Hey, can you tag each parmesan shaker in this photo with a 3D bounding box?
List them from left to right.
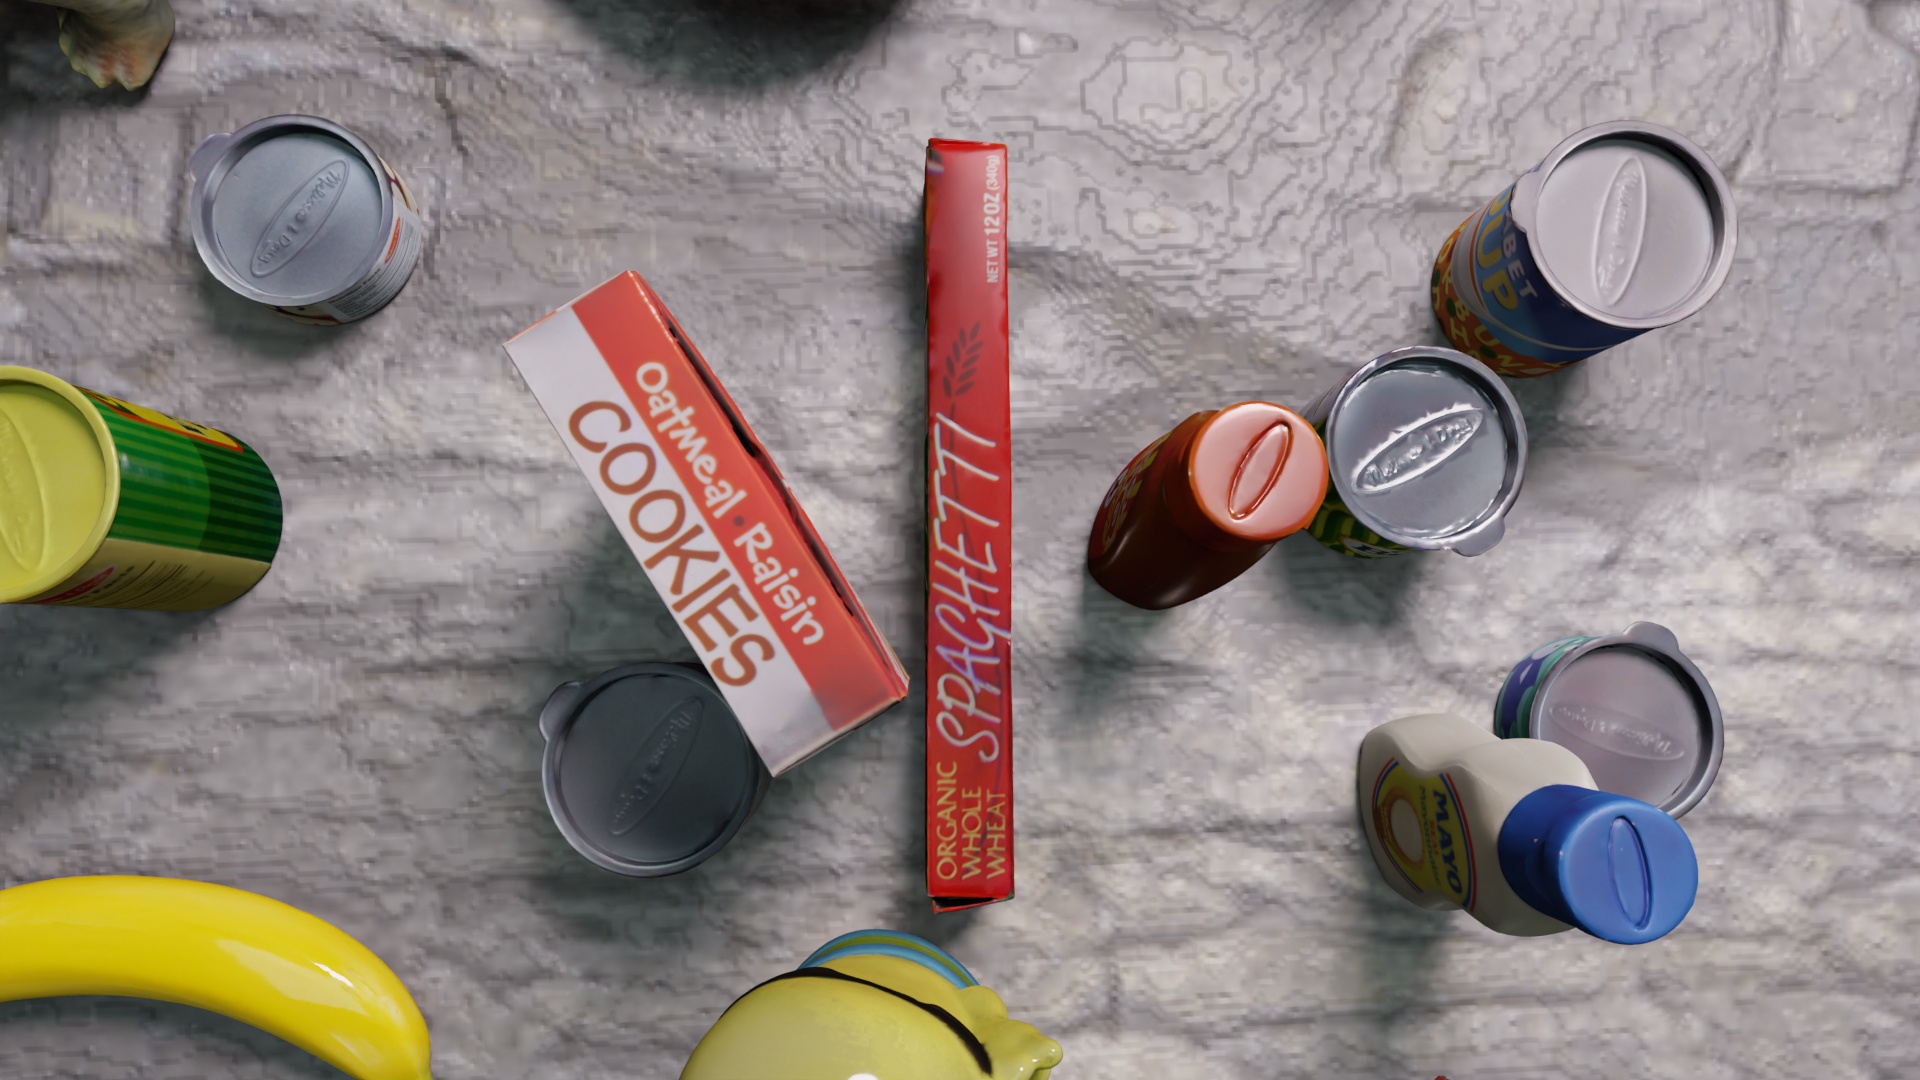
[{"bbox_3d":[-0.269,-0.011,0.431,0.071,0.103,0.071,0,85,-2],"label":"parmesan shaker"}]

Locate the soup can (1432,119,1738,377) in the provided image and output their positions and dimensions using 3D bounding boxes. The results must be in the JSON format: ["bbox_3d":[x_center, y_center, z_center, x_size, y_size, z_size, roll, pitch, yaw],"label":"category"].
[{"bbox_3d":[0.202,-0.095,0.466,0.071,0.083,0.071,0,85,-2],"label":"soup can"}]

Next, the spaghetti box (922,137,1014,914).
[{"bbox_3d":[0.002,-0.006,0.467,0.029,0.050,0.250,0,85,-2],"label":"spaghetti box"}]

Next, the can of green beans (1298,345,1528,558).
[{"bbox_3d":[0.148,-0.028,0.471,0.071,0.058,0.071,0,85,-2],"label":"can of green beans"}]

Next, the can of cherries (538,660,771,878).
[{"bbox_3d":[-0.098,0.070,0.453,0.071,0.058,0.071,0,85,-2],"label":"can of cherries"}]

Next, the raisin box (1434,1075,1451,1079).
[{"bbox_3d":[0.186,0.222,0.417,0.040,0.123,0.086,-42,88,-4],"label":"raisin box"}]

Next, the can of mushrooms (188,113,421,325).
[{"bbox_3d":[-0.225,-0.110,0.477,0.071,0.033,0.071,0,85,-2],"label":"can of mushrooms"}]

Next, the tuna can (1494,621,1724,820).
[{"bbox_3d":[0.222,0.063,0.478,0.071,0.033,0.071,0,85,-2],"label":"tuna can"}]

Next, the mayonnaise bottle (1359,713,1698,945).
[{"bbox_3d":[0.162,0.087,0.416,0.041,0.148,0.065,-8,86,-3],"label":"mayonnaise bottle"}]

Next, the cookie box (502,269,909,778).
[{"bbox_3d":[-0.062,0.000,0.406,0.040,0.167,0.123,-33,87,-4],"label":"cookie box"}]

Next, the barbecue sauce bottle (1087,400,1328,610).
[{"bbox_3d":[0.073,-0.012,0.421,0.044,0.148,0.065,30,85,1],"label":"barbecue sauce bottle"}]
